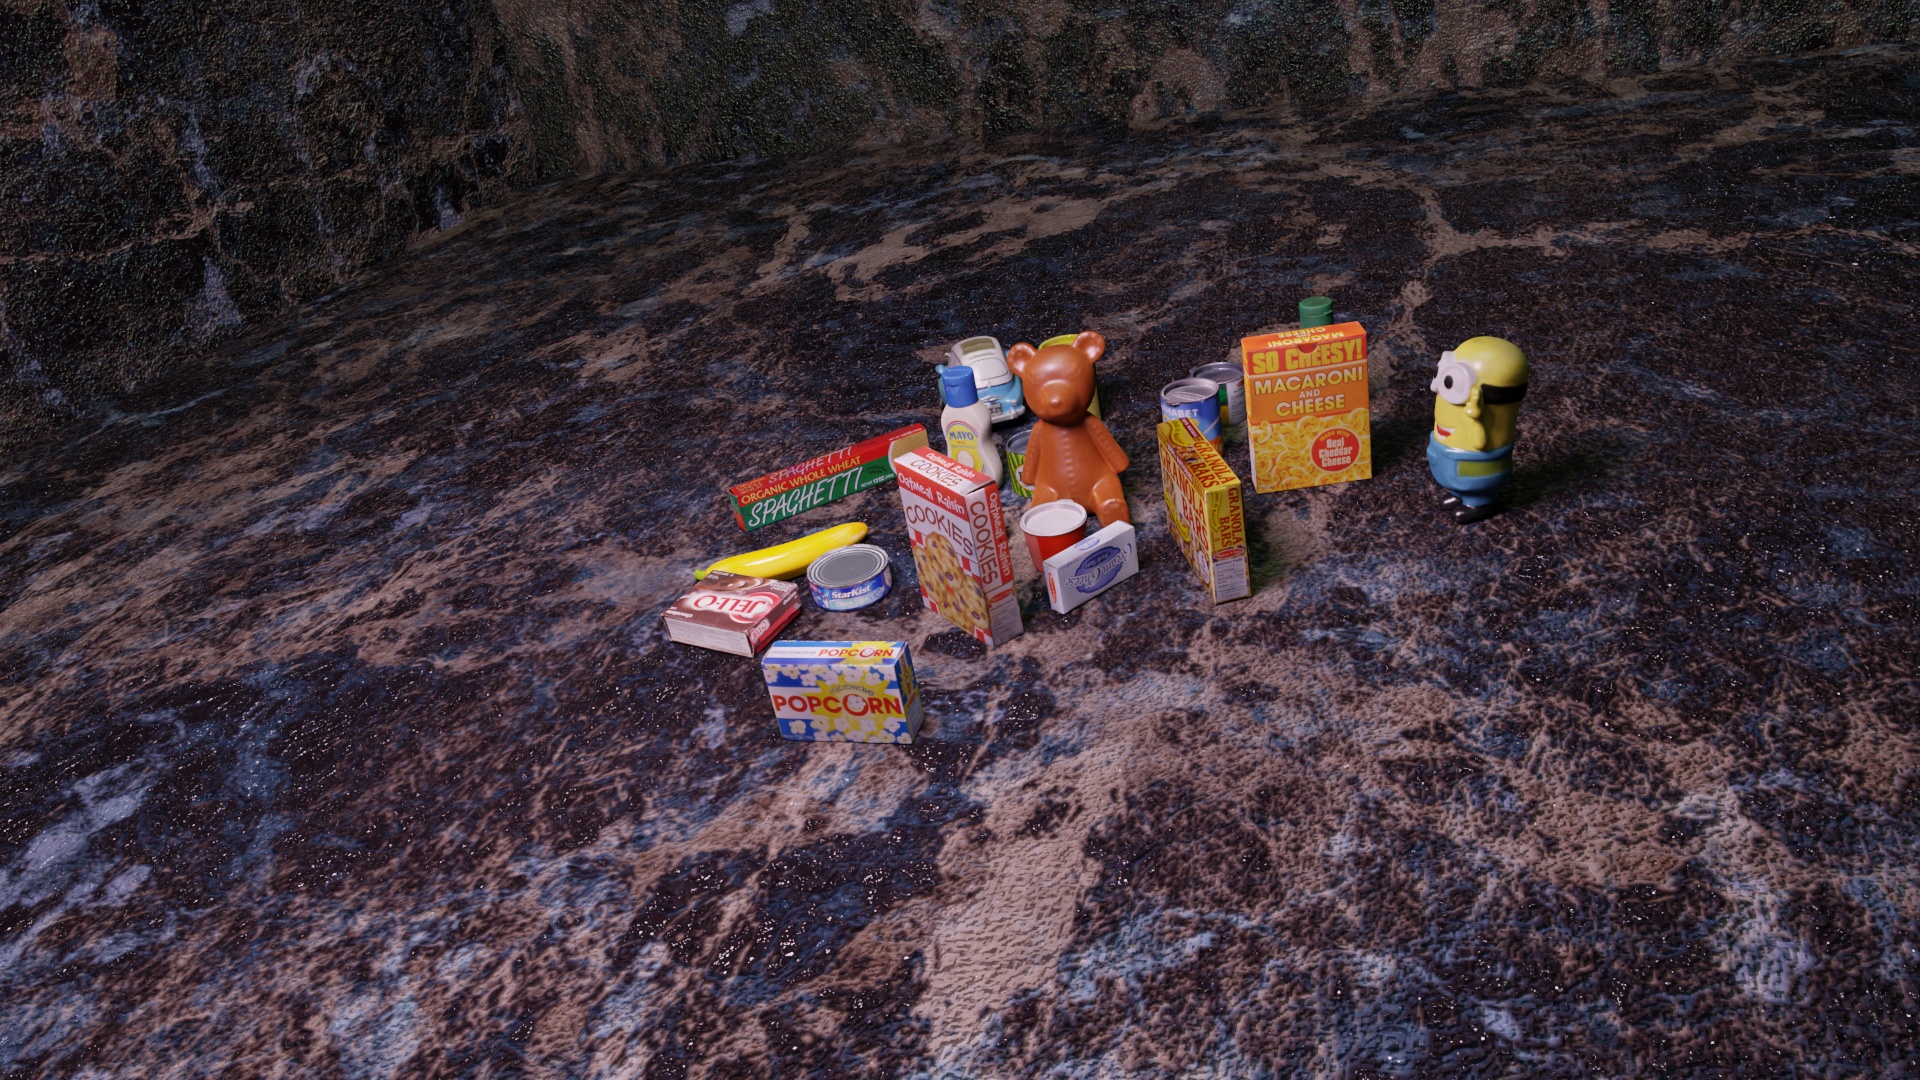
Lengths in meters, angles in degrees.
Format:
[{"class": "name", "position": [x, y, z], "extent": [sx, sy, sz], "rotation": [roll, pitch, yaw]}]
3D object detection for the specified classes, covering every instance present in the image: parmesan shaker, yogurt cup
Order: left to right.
[{"class": "yogurt cup", "position": [0.098, -0.001, 1.421], "extent": [0.072, 0.053, 0.073], "rotation": [-9, 28, 5]}, {"class": "parmesan shaker", "position": [0.134, -0.194, 1.716], "extent": [0.071, 0.102, 0.071], "rotation": [-9, 28, 5]}]

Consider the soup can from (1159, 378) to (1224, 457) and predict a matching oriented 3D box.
[{"class": "soup can", "position": [0.262, -0.132, 1.576], "extent": [0.071, 0.083, 0.072], "rotation": [-9, 28, 5]}]

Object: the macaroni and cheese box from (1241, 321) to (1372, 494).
[{"class": "macaroni and cheese box", "position": [0.365, -0.138, 1.460], "extent": [0.124, 0.165, 0.040], "rotation": [-8, 28, 5]}]

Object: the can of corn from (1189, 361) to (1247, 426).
[{"class": "can of corn", "position": [0.309, -0.176, 1.667], "extent": [0.071, 0.058, 0.071], "rotation": [-9, 28, 5]}]

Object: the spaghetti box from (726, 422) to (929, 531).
[{"class": "spaghetti box", "position": [-0.152, -0.076, 1.655], "extent": [0.251, 0.050, 0.029], "rotation": [-21, 29, -19]}]

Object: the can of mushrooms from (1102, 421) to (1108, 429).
[{"class": "can of mushrooms", "position": [0.142, -0.114, 1.638], "extent": [0.071, 0.033, 0.071], "rotation": [-8, 28, 5]}]

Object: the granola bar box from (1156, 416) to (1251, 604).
[{"class": "granola bar box", "position": [0.237, -0.032, 1.355], "extent": [0.039, 0.123, 0.166], "rotation": [-13, 28, -3]}]

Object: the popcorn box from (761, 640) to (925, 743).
[{"class": "popcorn box", "position": [-0.102, 0.132, 1.211], "extent": [0.126, 0.084, 0.038], "rotation": [-1, 29, 18]}]

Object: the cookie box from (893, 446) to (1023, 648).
[{"class": "cookie box", "position": [-0.001, 0.004, 1.325], "extent": [0.040, 0.166, 0.123], "rotation": [-26, 31, -26]}]

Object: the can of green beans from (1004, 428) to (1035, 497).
[{"class": "can of green beans", "position": [0.087, -0.088, 1.584], "extent": [0.071, 0.057, 0.071], "rotation": [-9, 28, 5]}]

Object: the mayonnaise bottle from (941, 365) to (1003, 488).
[{"class": "mayonnaise bottle", "position": [0.008, -0.125, 1.584], "extent": [0.065, 0.147, 0.041], "rotation": [4, 31, 26]}]

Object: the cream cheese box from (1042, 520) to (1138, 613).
[{"class": "cream cheese box", "position": [0.129, 0.026, 1.360], "extent": [0.104, 0.053, 0.024], "rotation": [-28, 32, -29]}]

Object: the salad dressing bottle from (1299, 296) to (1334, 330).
[{"class": "salad dressing bottle", "position": [0.411, -0.204, 1.588], "extent": [0.064, 0.147, 0.044], "rotation": [-26, 31, -26]}]
